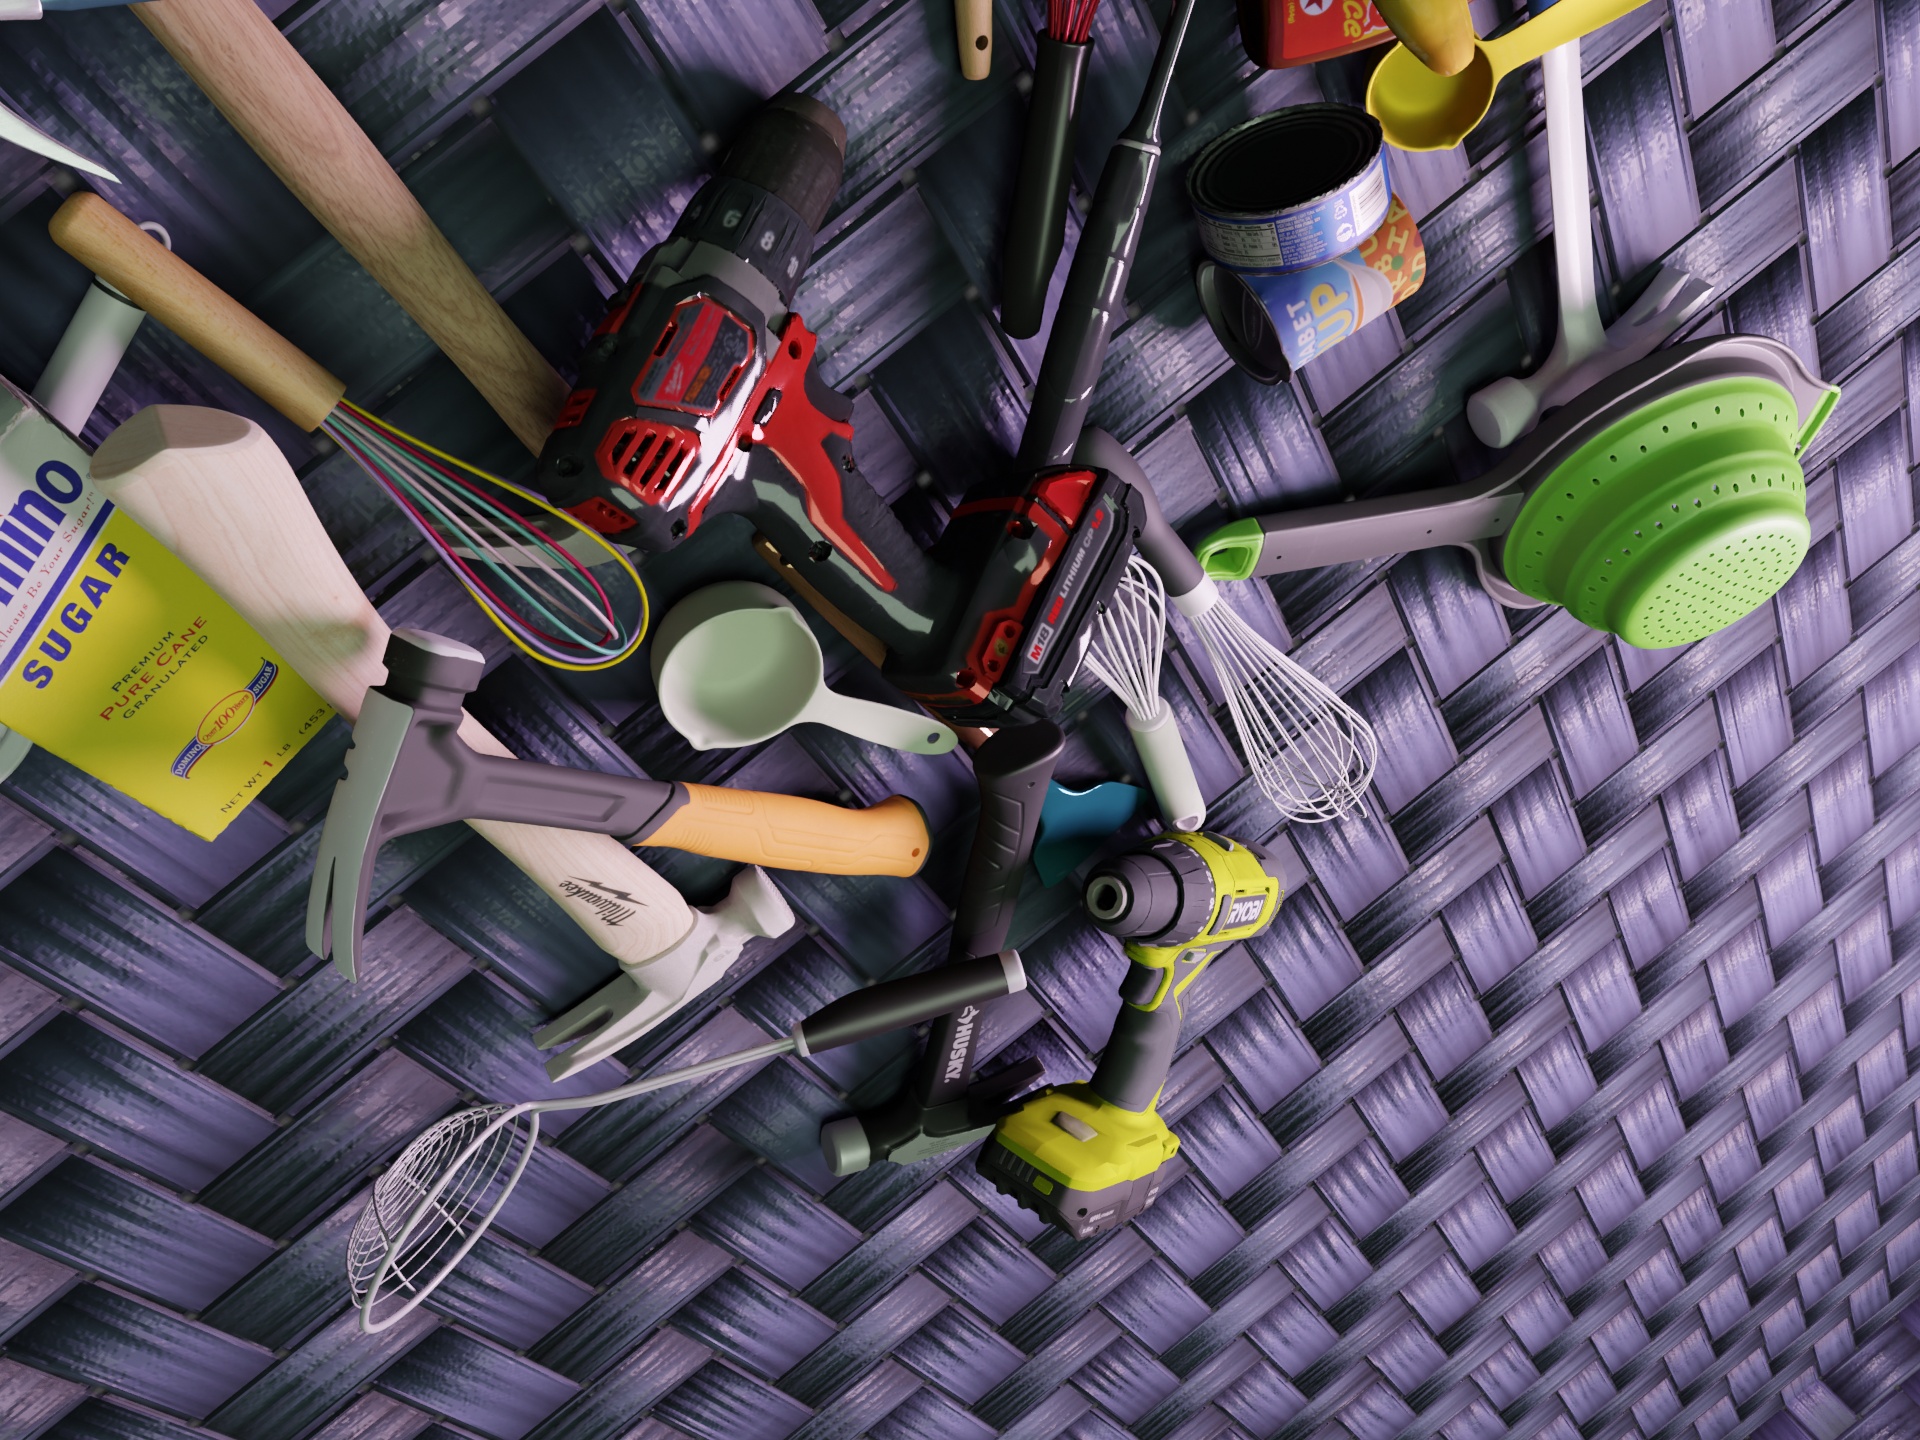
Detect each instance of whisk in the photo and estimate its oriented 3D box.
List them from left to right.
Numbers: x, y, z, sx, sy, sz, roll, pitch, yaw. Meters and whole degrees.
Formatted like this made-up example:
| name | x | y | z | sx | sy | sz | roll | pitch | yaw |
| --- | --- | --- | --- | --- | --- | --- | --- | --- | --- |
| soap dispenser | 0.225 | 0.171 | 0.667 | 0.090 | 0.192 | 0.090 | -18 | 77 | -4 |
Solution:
| name | x | y | z | sx | sy | sz | roll | pitch | yaw |
| --- | --- | --- | --- | --- | --- | --- | --- | --- | --- |
| whisk | -0.212 | -0.095 | 0.575 | 0.047 | 0.051 | 0.244 | -34 | 123 | 27 |
| whisk | 0.044 | -0.288 | 0.624 | 0.073 | 0.073 | 0.295 | -10 | 131 | -24 |
| whisk | 0.097 | -0.009 | 0.848 | 0.058 | 0.059 | 0.246 | -21 | 140 | 5 |
| whisk | 0.137 | -0.044 | 0.827 | 0.070 | 0.070 | 0.284 | -41 | 118 | 1 |

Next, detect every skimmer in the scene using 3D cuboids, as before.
| name | x | y | z | sx | sy | sz | roll | pitch | yaw |
| --- | --- | --- | --- | --- | --- | --- | --- | --- | --- |
| skimmer | -0.132 | 0.209 | 0.812 | 0.363 | 0.090 | 0.127 | -17 | 163 | -6 |

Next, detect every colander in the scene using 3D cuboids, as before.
| name | x | y | z | sx | sy | sz | roll | pitch | yaw |
| --- | --- | --- | --- | --- | --- | --- | --- | --- | --- |
| colander | 0.319 | -0.092 | 0.864 | 0.397 | 0.095 | 0.204 | -11 | 146 | -15 |

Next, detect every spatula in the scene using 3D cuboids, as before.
| name | x | y | z | sx | sy | sz | roll | pitch | yaw |
| --- | --- | --- | --- | --- | --- | --- | --- | --- | --- |
| spatula | -0.001 | -0.003 | 0.820 | 0.082 | 0.044 | 0.317 | -43 | 127 | 5 |

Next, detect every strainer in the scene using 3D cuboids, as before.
| name | x | y | z | sx | sy | sz | roll | pitch | yaw |
| --- | --- | --- | --- | --- | --- | --- | --- | --- | --- |
| strainer | -0.346 | -0.064 | 0.566 | 0.086 | 0.050 | 0.258 | 26 | 101 | -44 |

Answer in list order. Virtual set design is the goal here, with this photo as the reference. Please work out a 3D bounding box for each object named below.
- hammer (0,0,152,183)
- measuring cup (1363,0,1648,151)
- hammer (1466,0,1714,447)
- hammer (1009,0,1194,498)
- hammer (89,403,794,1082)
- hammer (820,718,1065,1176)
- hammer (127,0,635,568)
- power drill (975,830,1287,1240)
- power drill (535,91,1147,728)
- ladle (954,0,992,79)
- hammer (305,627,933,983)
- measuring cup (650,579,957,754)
| name | x | y | z | sx | sy | sz | roll | pitch | yaw |
| --- | --- | --- | --- | --- | --- | --- | --- | --- | --- |
| hammer | -0.173 | -0.252 | 0.509 | 0.331 | 0.033 | 0.128 | -19 | 121 | -28 |
| measuring cup | 0.253 | -0.309 | 0.704 | 0.156 | 0.029 | 0.062 | -23 | 131 | 23 |
| hammer | 0.287 | -0.325 | 0.750 | 0.144 | 0.035 | 0.405 | -31 | 132 | -7 |
| hammer | 0.078 | -0.246 | 0.641 | 0.036 | 0.149 | 0.408 | 13 | 125 | -6 |
| hammer | -0.210 | 0.029 | 0.665 | 0.146 | 0.038 | 0.410 | -35 | 142 | -4 |
| hammer | 0.012 | 0.132 | 0.883 | 0.146 | 0.035 | 0.334 | -9 | 134 | -24 |
| hammer | -0.211 | -0.178 | 0.570 | 0.130 | 0.031 | 0.331 | -39 | 132 | -1 |
| power drill | 0.094 | 0.169 | 0.901 | 0.190 | 0.080 | 0.228 | 6 | 107 | -59 |
| power drill | -0.035 | -0.117 | 0.636 | 0.226 | 0.080 | 0.188 | 32 | 75 | -27 |
| ladle | 0.000 | -0.385 | 0.550 | 0.069 | 0.031 | 0.315 | -17 | 130 | -17 |
| hammer | -0.122 | 0.050 | 0.699 | 0.336 | 0.034 | 0.127 | 13 | 97 | -55 |
| measuring cup | -0.071 | -0.017 | 0.755 | 0.167 | 0.038 | 0.083 | 19 | 116 | -38 |
